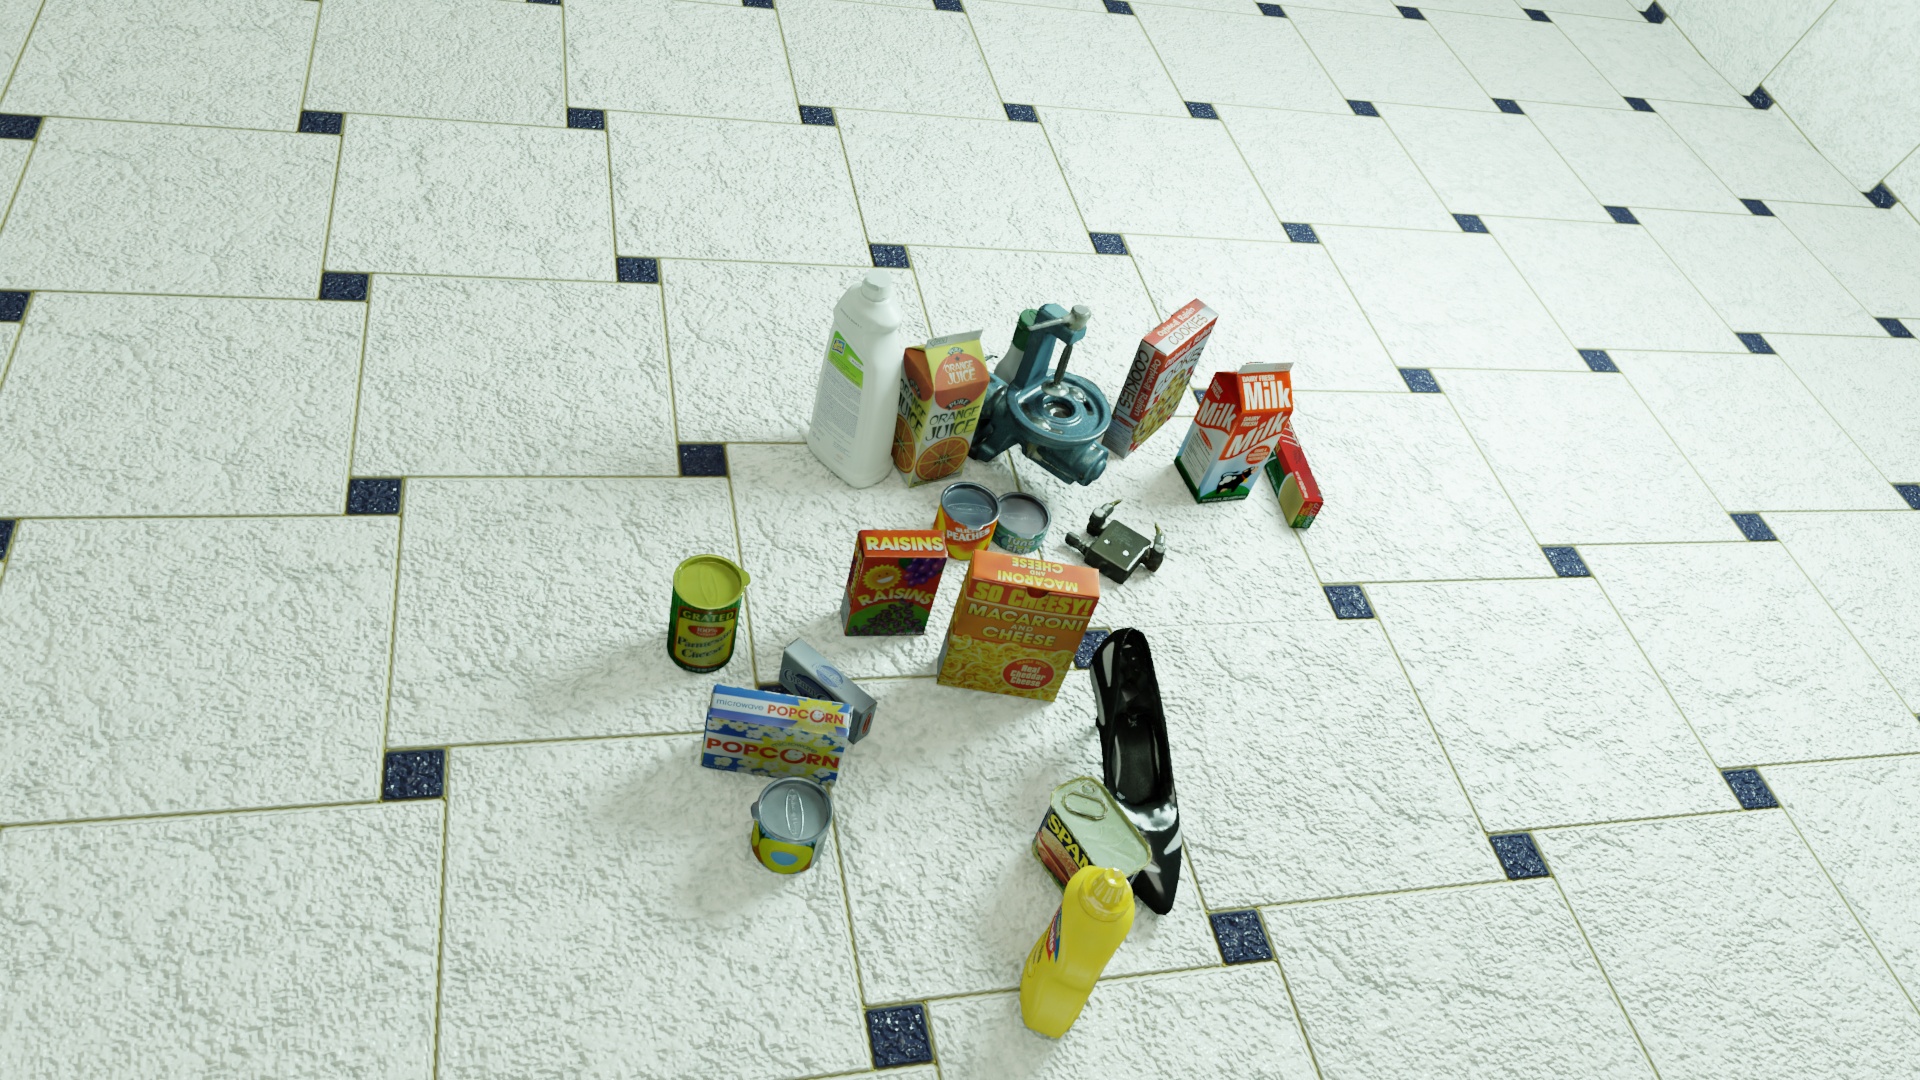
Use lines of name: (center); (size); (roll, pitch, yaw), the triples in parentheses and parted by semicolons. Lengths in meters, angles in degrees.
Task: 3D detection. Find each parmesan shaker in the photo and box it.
parmesan shaker: (-0.239, 0.071, 1.316); (0.071, 0.102, 0.072); (8, 47, -9)

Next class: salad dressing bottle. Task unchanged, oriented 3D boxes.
salad dressing bottle: (0.070, -0.204, 1.631); (0.044, 0.146, 0.064); (-15, 54, -27)

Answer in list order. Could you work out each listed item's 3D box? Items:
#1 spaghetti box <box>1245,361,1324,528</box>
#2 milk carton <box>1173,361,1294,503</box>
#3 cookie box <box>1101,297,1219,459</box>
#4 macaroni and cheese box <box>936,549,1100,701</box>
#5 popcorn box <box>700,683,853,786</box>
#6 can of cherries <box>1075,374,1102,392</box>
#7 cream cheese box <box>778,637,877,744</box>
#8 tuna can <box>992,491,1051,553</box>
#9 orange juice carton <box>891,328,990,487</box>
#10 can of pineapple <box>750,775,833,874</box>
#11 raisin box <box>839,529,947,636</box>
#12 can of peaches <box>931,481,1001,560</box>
spaghetti box: (0.391, -0.122, 1.716); (0.029, 0.049, 0.251); (2, 48, -14)
milk carton: (0.321, -0.135, 1.610); (0.072, 0.189, 0.074); (-6, 50, -21)
cookie box: (0.236, -0.193, 1.655); (0.040, 0.166, 0.123); (36, 49, 17)
macaroni and cheese box: (0.054, 0.086, 1.344); (0.124, 0.165, 0.040); (9, 46, -8)
popcorn box: (-0.166, 0.176, 1.252); (0.127, 0.084, 0.038); (10, 46, -7)
can of cherries: (0.130, -0.157, 1.666); (0.071, 0.058, 0.072); (8, 46, -9)
cream cheese box: (-0.127, 0.143, 1.316); (0.104, 0.053, 0.024); (37, 49, 18)
tuna can: (0.065, -0.018, 1.536); (0.071, 0.032, 0.071); (8, 46, -9)
orange juice carton: (-0.025, -0.154, 1.525); (0.072, 0.191, 0.073); (-15, 54, -27)
can of pineapple: (-0.149, 0.248, 1.209); (0.071, 0.057, 0.071); (8, 46, -9)
raisin box: (-0.067, 0.042, 1.379); (0.086, 0.122, 0.040); (1, 48, -16)
can of peaches: (0.005, -0.019, 1.502); (0.071, 0.057, 0.071); (8, 46, -9)
